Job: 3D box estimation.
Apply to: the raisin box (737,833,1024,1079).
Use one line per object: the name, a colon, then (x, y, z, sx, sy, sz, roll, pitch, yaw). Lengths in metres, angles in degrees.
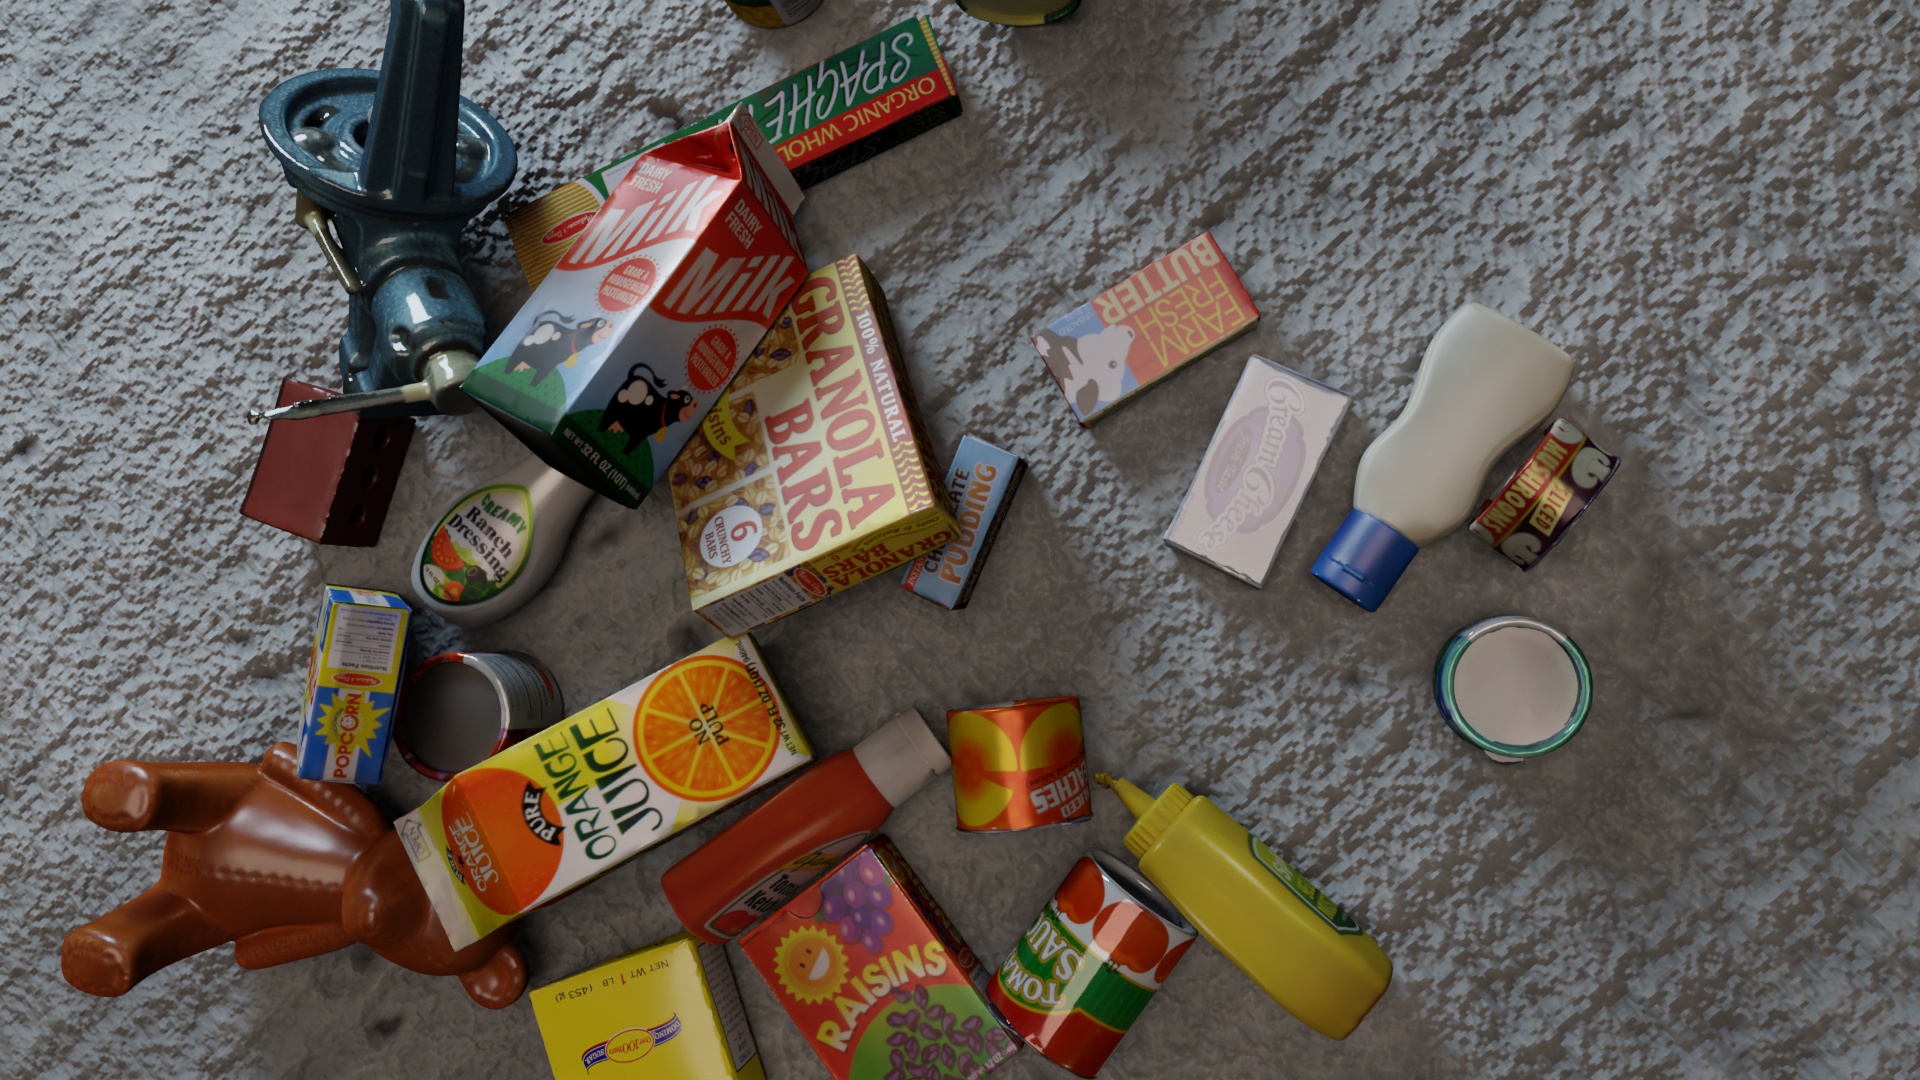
raisin box: (-0.038, 0.221, 0.686, 0.086, 0.040, 0.123, -39, 80, 6)

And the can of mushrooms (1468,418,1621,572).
can of mushrooms: (0.265, -0.021, 0.633, 0.033, 0.071, 0.071, 39, 94, 12)

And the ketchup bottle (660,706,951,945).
ketchup bottle: (-0.073, 0.139, 0.688, 0.149, 0.064, 0.043, -36, 67, -3)

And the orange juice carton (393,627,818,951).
orange juice carton: (-0.171, 0.121, 0.675, 0.193, 0.073, 0.072, -27, 82, -9)

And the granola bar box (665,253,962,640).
granola bar box: (-0.080, -0.048, 0.678, 0.124, 0.039, 0.166, -24, 55, 9)

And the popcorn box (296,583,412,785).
popcorn box: (-0.308, 0.069, 0.702, 0.038, 0.126, 0.085, 10, 88, -26)

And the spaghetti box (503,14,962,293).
spaghetti box: (-0.120, -0.199, 0.735, 0.250, 0.028, 0.050, -23, 83, 8)

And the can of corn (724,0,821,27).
can of corn: (-0.107, -0.312, 0.726, 0.071, 0.058, 0.071, -1, 86, 10)

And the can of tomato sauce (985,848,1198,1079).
can of tomato sauce: (0.061, 0.197, 0.655, 0.071, 0.071, 0.083, 36, 92, 10)

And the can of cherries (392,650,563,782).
can of cherries: (-0.252, 0.092, 0.723, 0.071, 0.058, 0.071, -1, 86, 10)

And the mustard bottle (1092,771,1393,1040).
mustard bottle: (0.126, 0.160, 0.650, 0.160, 0.065, 0.048, 40, 98, 14)

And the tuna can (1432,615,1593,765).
tuna can: (0.257, 0.070, 0.647, 0.071, 0.033, 0.071, -1, 85, 10)

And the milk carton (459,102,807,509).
milk carton: (-0.144, -0.119, 0.676, 0.073, 0.072, 0.191, 24, 72, 33)

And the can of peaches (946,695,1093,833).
can of peaches: (0.030, 0.106, 0.667, 0.071, 0.071, 0.058, -7, 84, 10)

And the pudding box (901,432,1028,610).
pudding box: (0.002, -0.009, 0.689, 0.030, 0.049, 0.083, 24, 90, 9)

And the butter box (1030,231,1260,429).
butter box: (0.092, -0.105, 0.693, 0.103, 0.024, 0.053, -31, 82, 7)

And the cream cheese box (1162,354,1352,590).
cream cheese box: (0.145, -0.034, 0.679, 0.053, 0.024, 0.103, 26, 91, 10)

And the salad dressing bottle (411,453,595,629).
salad dressing bottle: (-0.224, -0.020, 0.733, 0.064, 0.044, 0.147, 44, 94, 11)

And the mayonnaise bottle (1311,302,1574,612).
mayonnaise bottle: (0.222, -0.036, 0.658, 0.065, 0.041, 0.148, 35, 94, 16)

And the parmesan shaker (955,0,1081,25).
parmesan shaker: (0.034, -0.321, 0.699, 0.071, 0.071, 0.103, 1, 87, 10)
